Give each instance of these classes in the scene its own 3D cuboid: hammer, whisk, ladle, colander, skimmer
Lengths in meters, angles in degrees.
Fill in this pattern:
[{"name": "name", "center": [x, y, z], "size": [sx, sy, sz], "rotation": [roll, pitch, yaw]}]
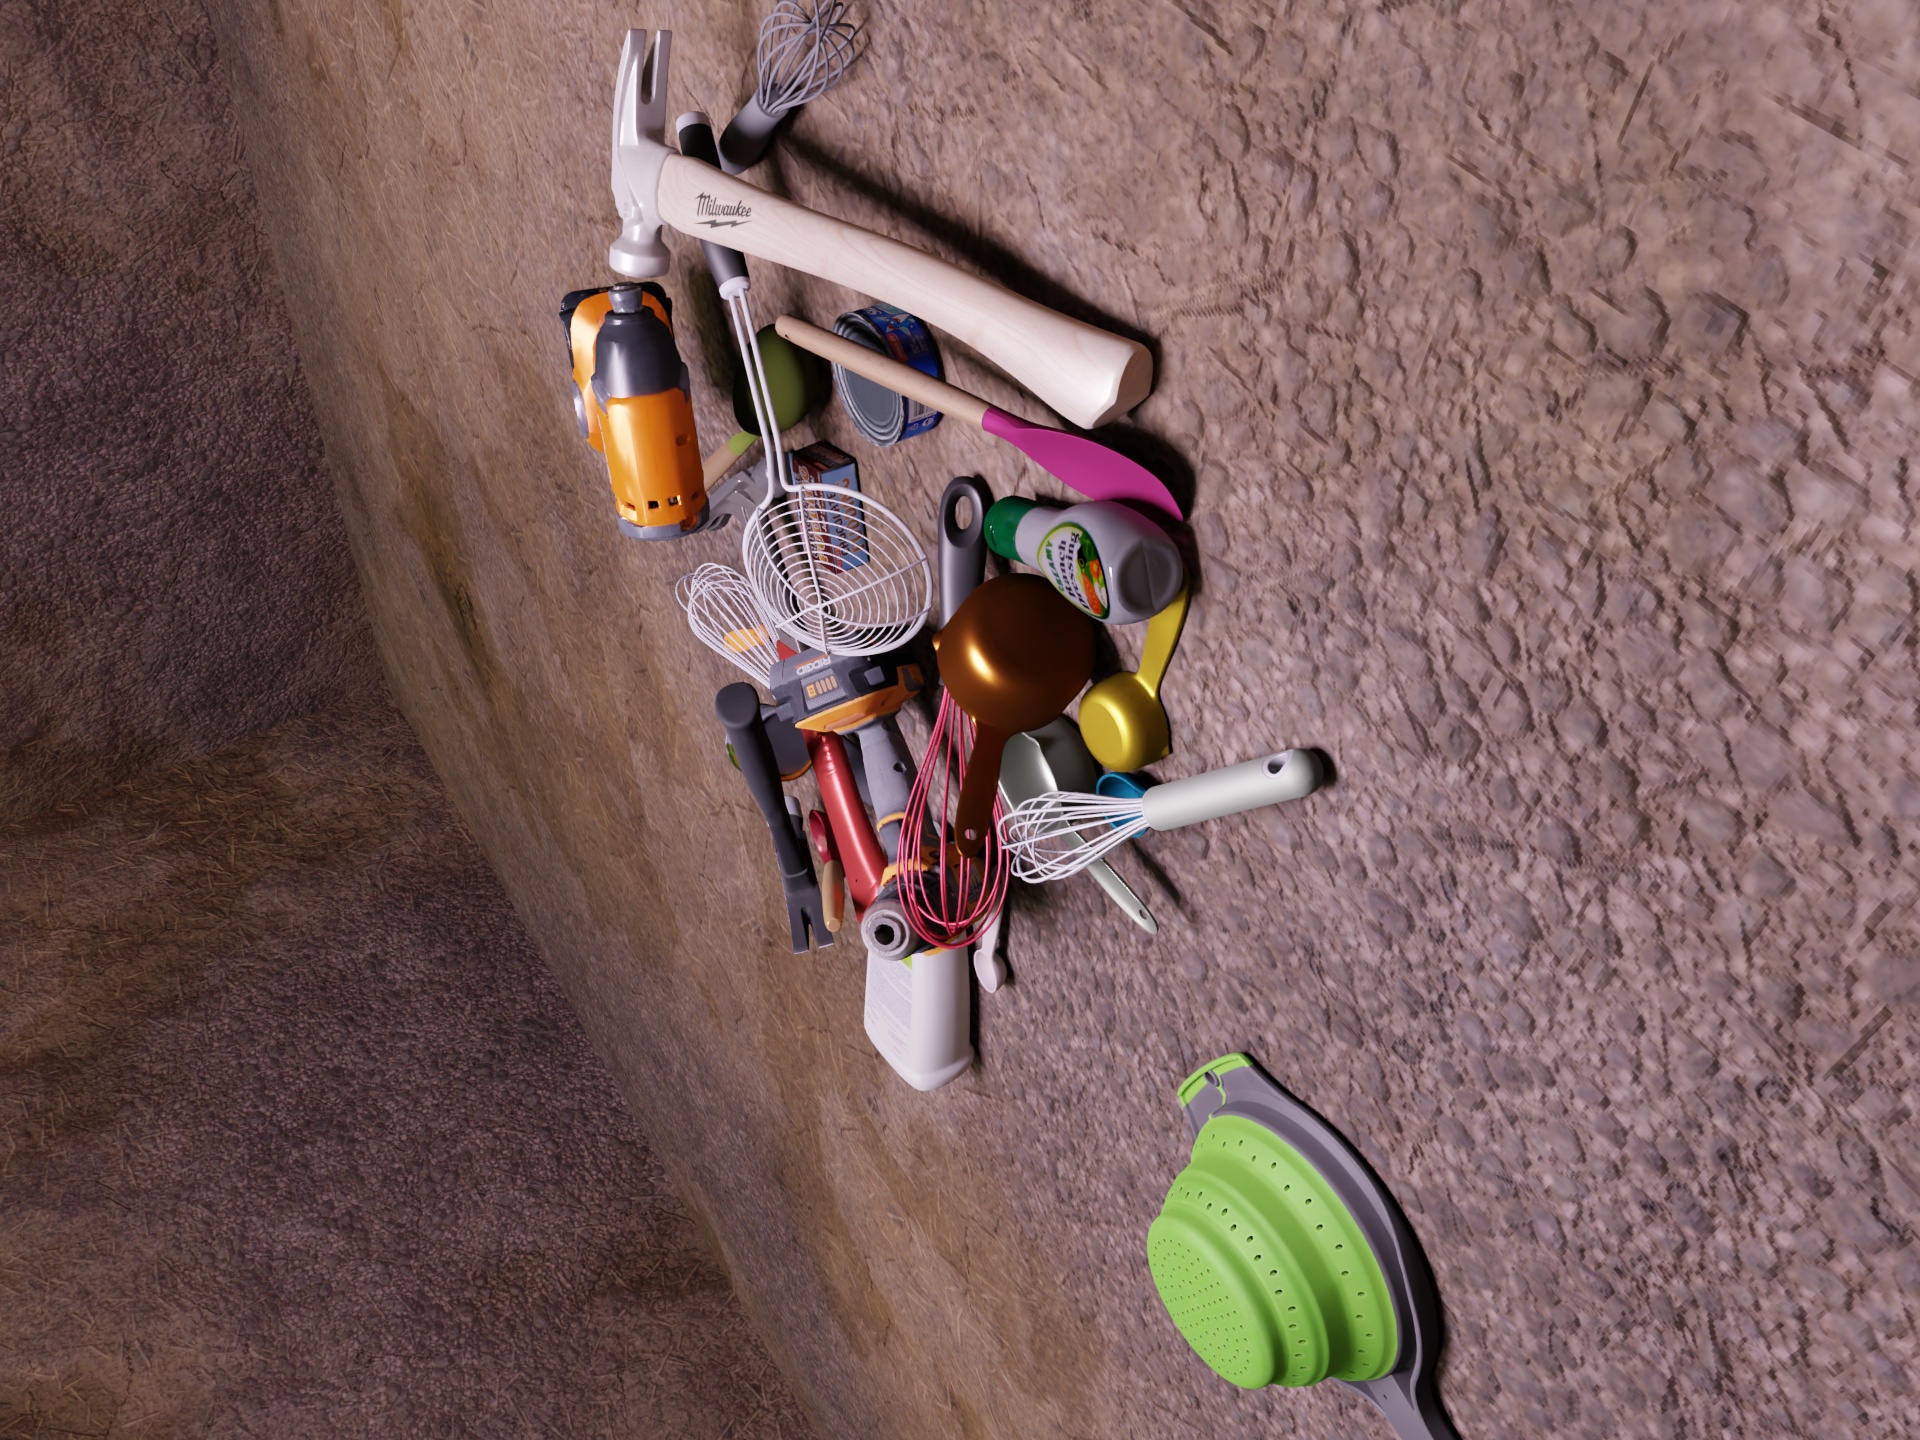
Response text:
[{"name": "hammer", "center": [-0.060, -0.268, 0.887], "size": [0.411, 0.038, 0.146], "rotation": [31, 126, 32]}, {"name": "whisk", "center": [-0.002, -0.003, 0.991], "size": [0.073, 0.073, 0.296], "rotation": [11, 101, 60]}, {"name": "whisk", "center": [-0.117, -0.384, 0.978], "size": [0.239, 0.055, 0.055], "rotation": [-3, 109, 68]}, {"name": "ladle", "center": [-0.105, 0.126, 1.295], "size": [0.315, 0.031, 0.069], "rotation": [-124, 14, -81]}, {"name": "ladle", "center": [-0.188, -0.206, 1.204], "size": [0.062, 0.078, 0.320], "rotation": [39, 152, -15]}, {"name": "colander", "center": [0.220, 0.396, 0.935], "size": [0.397, 0.094, 0.204], "rotation": [58, 154, 16]}, {"name": "hammer", "center": [-0.122, -0.018, 1.232], "size": [0.149, 0.036, 0.359], "rotation": [-27, 79, 54]}, {"name": "hammer", "center": [-0.145, 0.068, 1.237], "size": [0.334, 0.035, 0.146], "rotation": [85, 170, -63]}, {"name": "whisk", "center": [-0.146, -0.032, 1.335], "size": [0.285, 0.070, 0.070], "rotation": [48, 150, 23]}, {"name": "whisk", "center": [0.105, 0.051, 0.881], "size": [0.059, 0.058, 0.246], "rotation": [39, 147, -22]}, {"name": "skimmer", "center": [-0.113, -0.218, 1.031], "size": [0.127, 0.090, 0.363], "rotation": [-21, 79, 33]}]

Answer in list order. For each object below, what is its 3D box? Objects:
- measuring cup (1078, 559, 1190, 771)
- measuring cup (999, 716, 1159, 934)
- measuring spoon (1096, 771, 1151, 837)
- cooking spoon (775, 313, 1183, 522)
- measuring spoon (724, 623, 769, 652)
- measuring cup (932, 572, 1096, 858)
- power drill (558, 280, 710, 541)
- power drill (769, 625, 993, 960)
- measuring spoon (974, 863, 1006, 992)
[{"name": "measuring cup", "center": [0.097, -0.029, 0.882], "size": [0.062, 0.029, 0.156], "rotation": [51, 151, 29]}, {"name": "measuring cup", "center": [0.081, 0.062, 0.988], "size": [0.168, 0.038, 0.083], "rotation": [50, 151, 26]}, {"name": "measuring spoon", "center": [0.127, 0.042, 0.911], "size": [0.128, 0.021, 0.042], "rotation": [-12, 105, 55]}, {"name": "cooking spoon", "center": [-0.001, -0.178, 0.892], "size": [0.319, 0.017, 0.068], "rotation": [31, 171, 36]}, {"name": "measuring spoon", "center": [-0.198, -0.072, 1.441], "size": [0.117, 0.011, 0.021], "rotation": [-5, 107, 64]}, {"name": "measuring cup", "center": [0.027, -0.007, 0.904], "size": [0.052, 0.095, 0.174], "rotation": [128, 158, -58]}, {"name": "power drill", "center": [-0.226, -0.237, 1.101], "size": [0.227, 0.084, 0.164], "rotation": [-122, 24, -59]}, {"name": "power drill", "center": [-0.054, 0.054, 1.095], "size": [0.226, 0.084, 0.185], "rotation": [69, -164, 0]}, {"name": "measuring spoon", "center": [0.029, 0.155, 1.201], "size": [0.034, 0.018, 0.124], "rotation": [48, 143, 43]}]
